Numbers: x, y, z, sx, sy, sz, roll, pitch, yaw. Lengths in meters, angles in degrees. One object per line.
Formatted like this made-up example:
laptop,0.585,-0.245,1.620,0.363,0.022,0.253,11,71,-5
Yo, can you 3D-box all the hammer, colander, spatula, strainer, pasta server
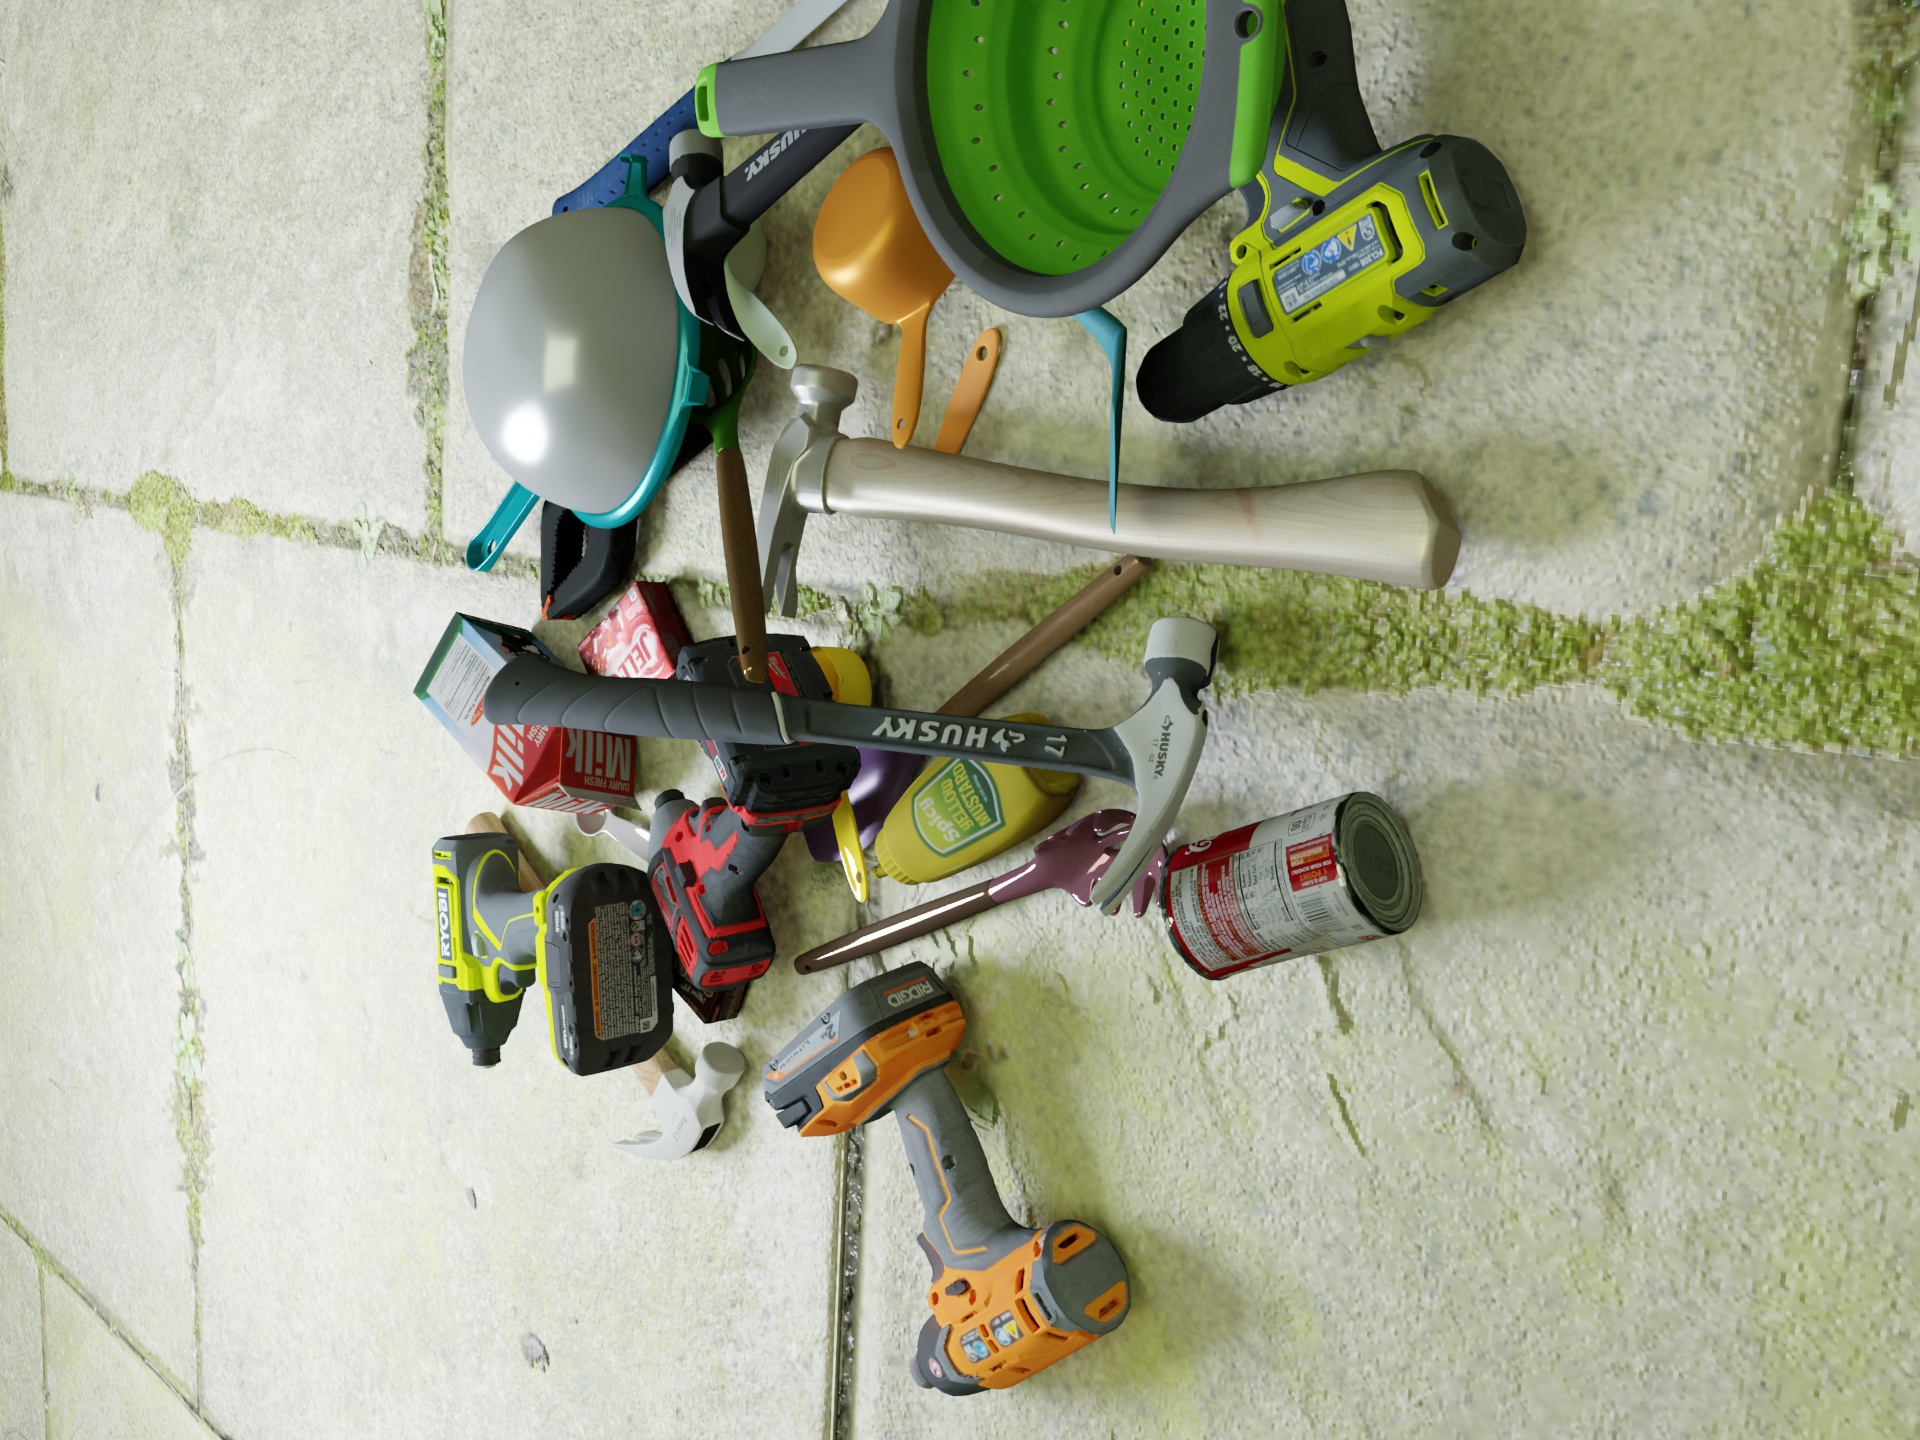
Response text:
hammer,0.050,-0.099,0.811,0.411,0.038,0.146,13,93,39
hammer,-0.044,-0.330,0.830,0.335,0.035,0.146,-26,59,37
hammer,-0.125,-0.391,0.961,0.405,0.035,0.144,-22,80,41
colander,0.013,-0.291,0.718,0.397,0.094,0.204,19,115,48
hammer,-0.277,0.186,1.166,0.332,0.031,0.130,44,121,30
spatula,-0.001,-0.003,0.904,0.316,0.018,0.060,-40,60,38
strainer,-0.290,-0.199,1.040,0.340,0.095,0.211,-40,59,42
spatula,0.031,-0.233,0.799,0.082,0.044,0.318,81,166,-57
hammer,-0.076,0.006,0.833,0.409,0.036,0.149,5,68,22
pasta server,0.000,0.109,0.903,0.316,0.040,0.060,-26,110,42

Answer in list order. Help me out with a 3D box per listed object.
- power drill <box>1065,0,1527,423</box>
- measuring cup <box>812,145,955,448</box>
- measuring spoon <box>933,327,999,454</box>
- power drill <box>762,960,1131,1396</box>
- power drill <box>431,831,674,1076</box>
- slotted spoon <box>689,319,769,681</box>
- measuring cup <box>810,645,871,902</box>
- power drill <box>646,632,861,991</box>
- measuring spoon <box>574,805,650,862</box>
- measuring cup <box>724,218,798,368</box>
power drill,0.130,-0.262,0.720,0.190,0.080,0.228,-24,81,46
measuring cup,-0.042,-0.229,0.853,0.095,0.052,0.174,-19,59,41
measuring spoon,-0.005,-0.167,0.894,0.021,0.011,0.117,41,120,31
power drill,-0.020,0.273,0.912,0.164,0.084,0.227,-46,69,36
power drill,-0.295,0.170,1.111,0.223,0.080,0.171,0,93,46
slotted spoon,-0.134,-0.136,0.925,0.070,0.031,0.314,-31,45,18
measuring cup,-0.065,0.030,0.947,0.062,0.029,0.157,-29,70,53
power drill,-0.142,0.054,0.977,0.143,0.078,0.219,62,144,31
measuring spoon,-0.225,0.084,1.122,0.124,0.018,0.034,26,96,30
measuring cup,-0.130,-0.259,0.967,0.083,0.038,0.168,-52,56,22
